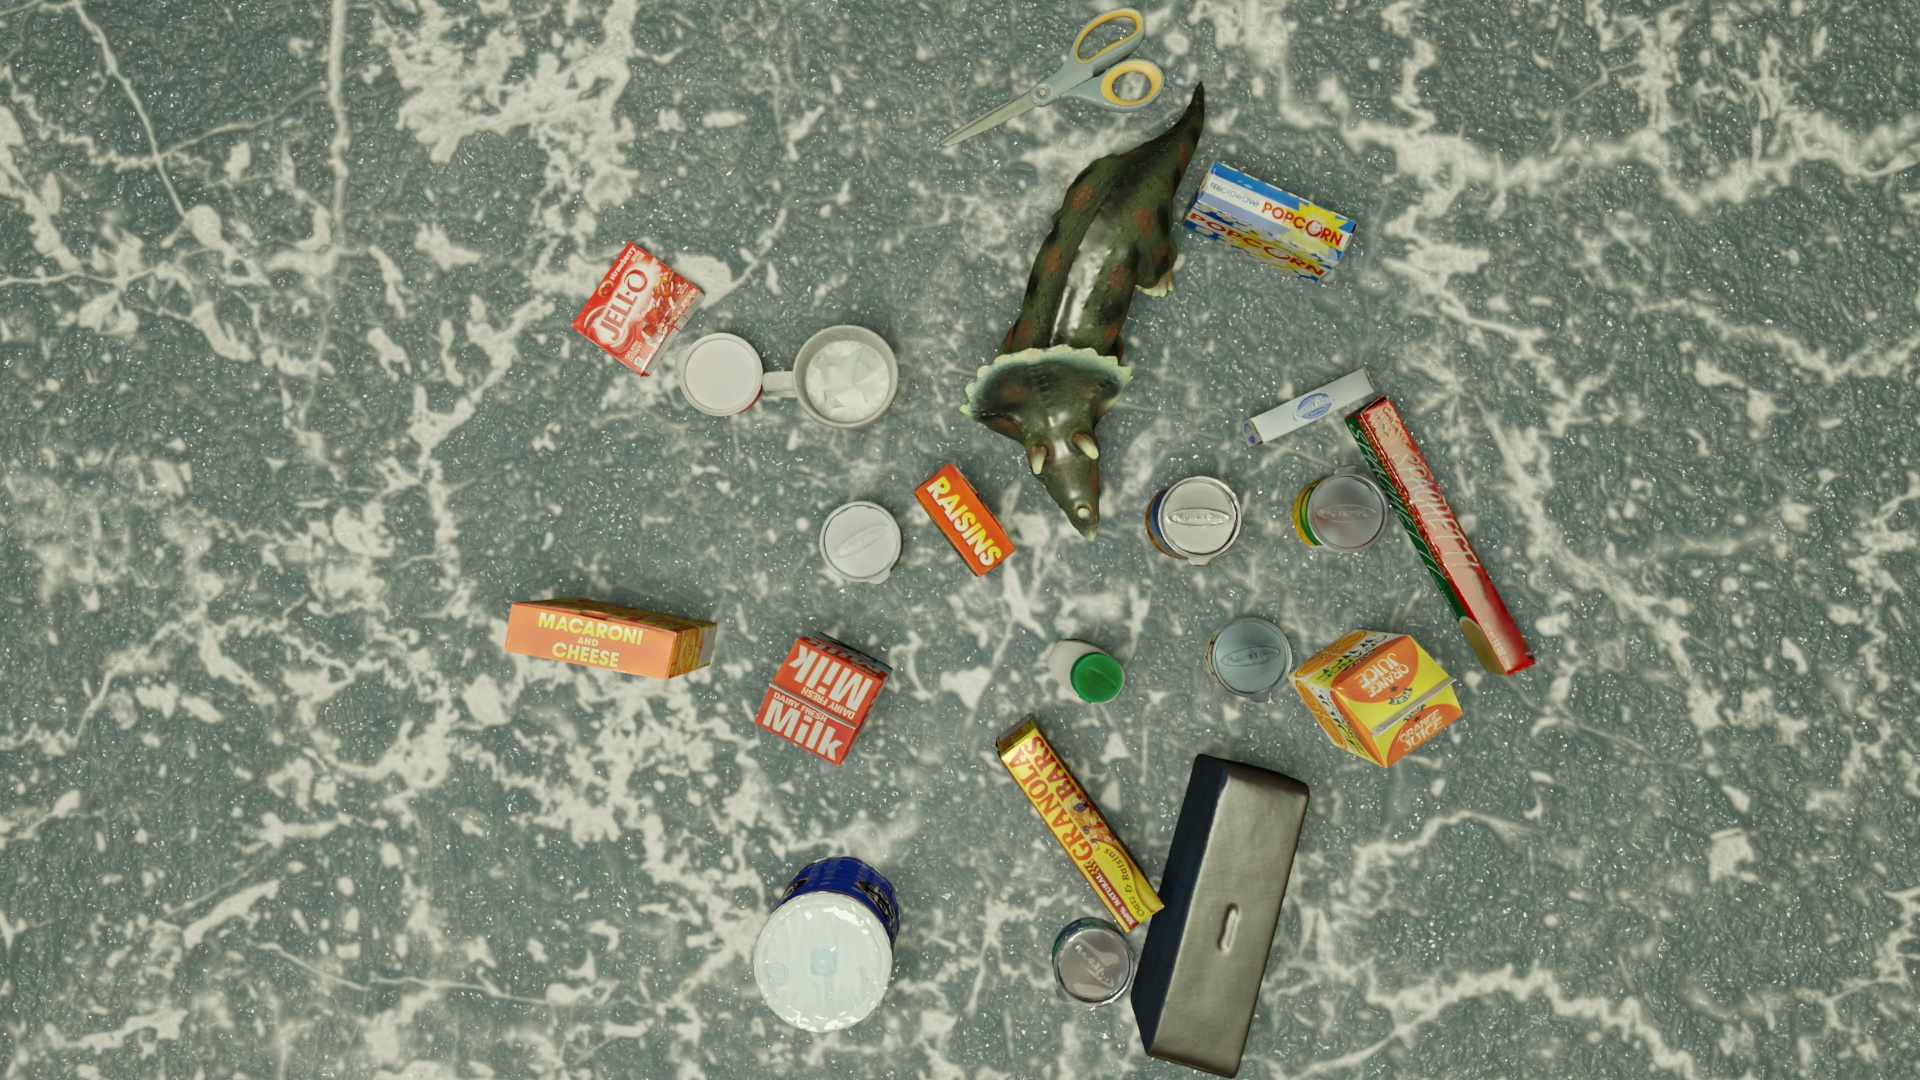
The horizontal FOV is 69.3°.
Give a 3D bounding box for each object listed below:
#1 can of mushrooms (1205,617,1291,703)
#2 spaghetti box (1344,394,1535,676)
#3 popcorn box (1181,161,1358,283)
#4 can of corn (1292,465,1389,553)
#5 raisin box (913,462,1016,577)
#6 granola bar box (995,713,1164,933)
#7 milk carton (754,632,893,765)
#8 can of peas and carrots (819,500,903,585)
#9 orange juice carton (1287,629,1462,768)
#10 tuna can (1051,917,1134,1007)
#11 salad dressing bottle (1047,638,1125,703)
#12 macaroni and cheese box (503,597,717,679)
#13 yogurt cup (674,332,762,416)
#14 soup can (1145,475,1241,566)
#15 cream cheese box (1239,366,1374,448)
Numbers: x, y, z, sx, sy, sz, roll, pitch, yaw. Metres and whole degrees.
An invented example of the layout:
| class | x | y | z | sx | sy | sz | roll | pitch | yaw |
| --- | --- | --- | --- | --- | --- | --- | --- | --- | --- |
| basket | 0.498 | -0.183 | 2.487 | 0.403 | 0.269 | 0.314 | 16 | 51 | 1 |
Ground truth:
| class | x | y | z | sx | sy | sz | roll | pitch | yaw |
| --- | --- | --- | --- | --- | --- | --- | --- | --- | --- |
| can of mushrooms | 0.238 | 0.099 | 1.152 | 0.071 | 0.033 | 0.071 | 0 | 88 | 0 |
| spaghetti box | 0.394 | -0.004 | 1.148 | 0.029 | 0.050 | 0.250 | -29 | 88 | -1 |
| popcorn box | 0.251 | -0.260 | 1.141 | 0.127 | 0.085 | 0.038 | 24 | 88 | 1 |
| can of corn | 0.312 | -0.024 | 1.145 | 0.071 | 0.058 | 0.071 | 0 | 88 | 0 |
| raisin box | 0.004 | -0.014 | 1.112 | 0.040 | 0.123 | 0.086 | -36 | 88 | -1 |
| granola bar box | 0.090 | 0.220 | 1.102 | 0.039 | 0.124 | 0.165 | -36 | 88 | -1 |
| milk carton | -0.104 | 0.120 | 1.072 | 0.072 | 0.190 | 0.073 | 27 | 89 | 1 |
| can of peas and carrots | -0.079 | 0.004 | 1.143 | 0.071 | 0.058 | 0.071 | 0 | 88 | 0 |
| orange juice carton | 0.321 | 0.120 | 1.072 | 0.072 | 0.192 | 0.073 | -34 | 89 | -1 |
| tuna can | 0.106 | 0.348 | 1.142 | 0.071 | 0.033 | 0.071 | 0 | 88 | 0 |
| salad dressing bottle | 0.102 | 0.104 | 1.095 | 0.064 | 0.147 | 0.044 | 29 | 89 | 1 |
| macaroni and cheese box | -0.268 | 0.074 | 1.086 | 0.124 | 0.166 | 0.040 | 10 | 88 | 0 |
| yogurt cup | -0.195 | -0.134 | 1.151 | 0.072 | 0.054 | 0.072 | 0 | 88 | 0 |
| soup can | 0.188 | -0.014 | 1.131 | 0.071 | 0.084 | 0.071 | 0 | 88 | 0 |
| cream cheese box | 0.286 | -0.109 | 1.151 | 0.104 | 0.053 | 0.024 | -25 | 88 | -1 |
